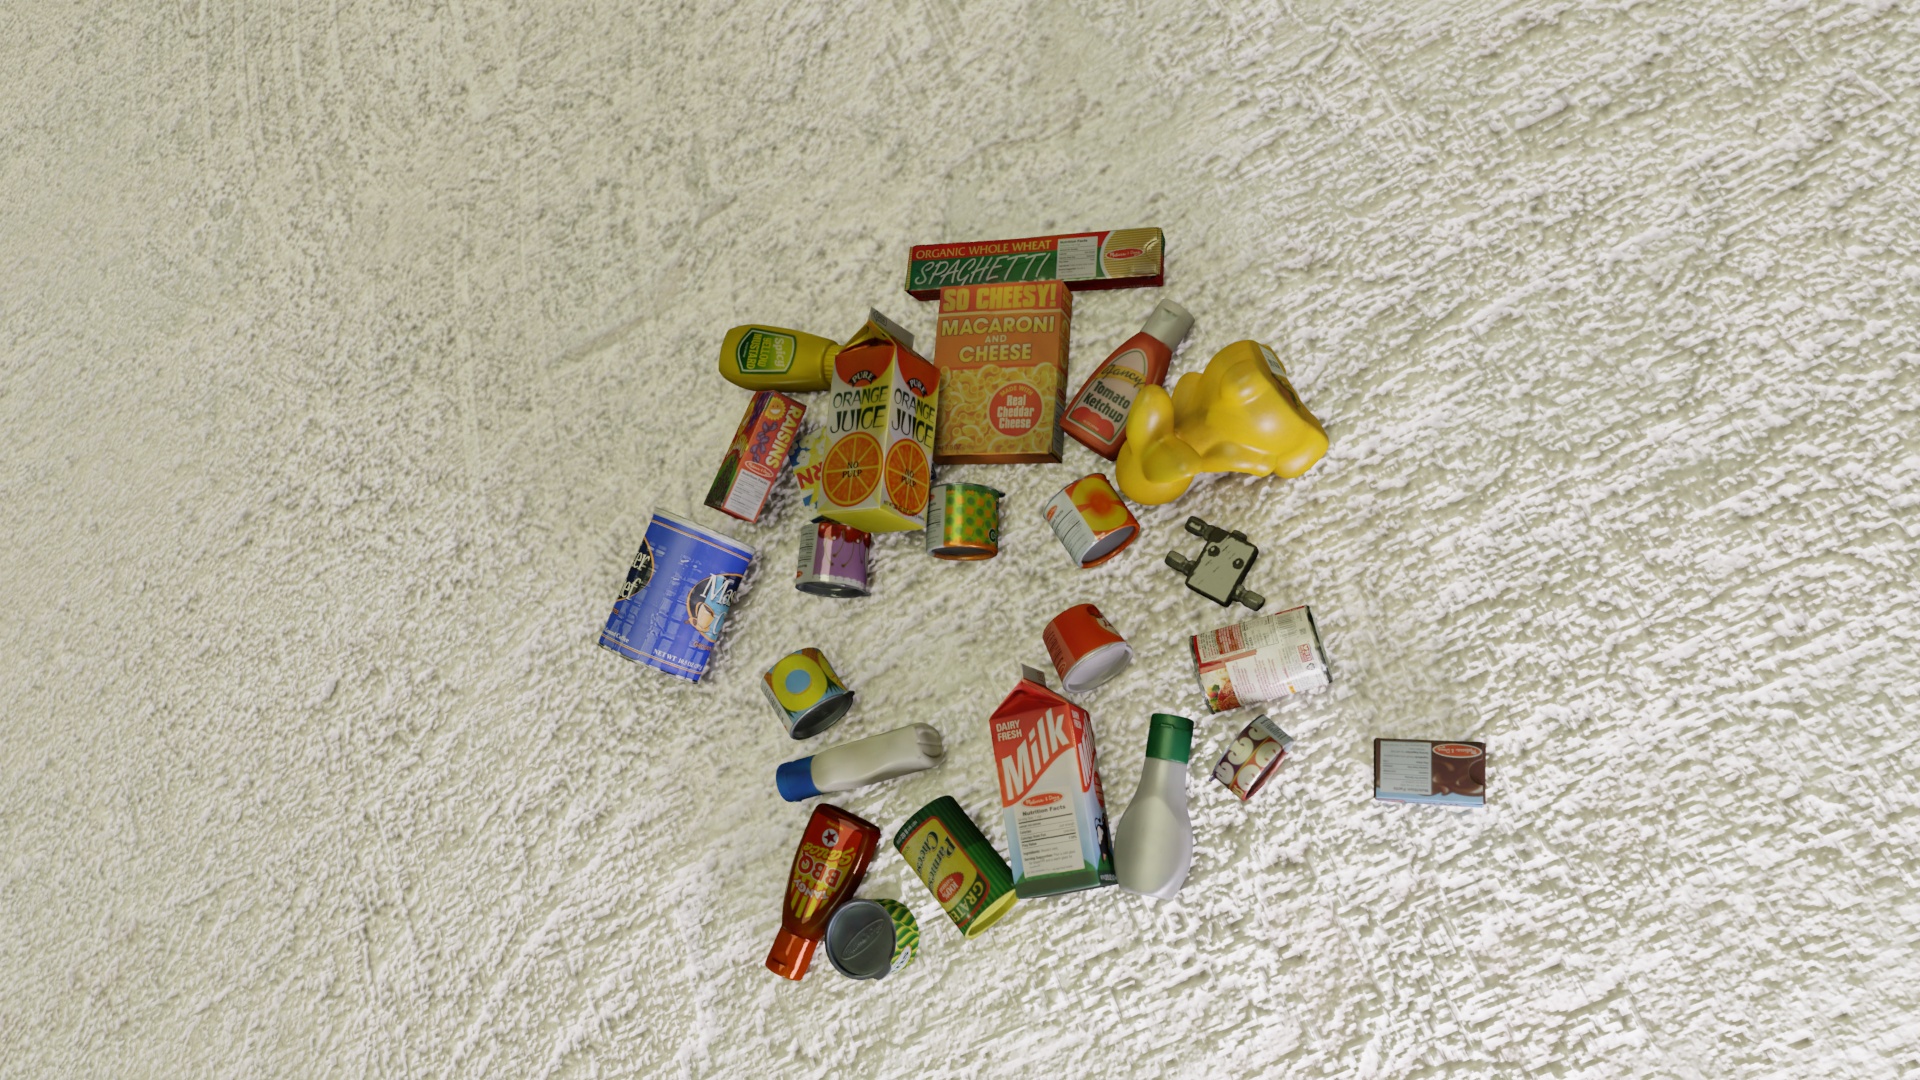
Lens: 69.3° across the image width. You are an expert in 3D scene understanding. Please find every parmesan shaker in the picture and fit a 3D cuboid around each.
[{"bbox_3d":[-0.003,0.278,1.181,0.071,0.071,0.103,-45,66,4],"label":"parmesan shaker"}]

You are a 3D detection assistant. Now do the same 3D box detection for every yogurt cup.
[{"bbox_3d":[0.106,0.091,1.192,0.072,0.072,0.054,-36,60,8],"label":"yogurt cup"}]

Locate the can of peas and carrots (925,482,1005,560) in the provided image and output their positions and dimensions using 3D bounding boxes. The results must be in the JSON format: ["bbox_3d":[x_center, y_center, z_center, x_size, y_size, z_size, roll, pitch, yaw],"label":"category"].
[{"bbox_3d":[0.004,-0.016,1.256,0.071,0.071,0.059,-3,76,19],"label":"can of peas and carrots"}]

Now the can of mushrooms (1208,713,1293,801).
[{"bbox_3d":[0.235,0.177,1.122,0.033,0.071,0.071,40,92,22],"label":"can of mushrooms"}]

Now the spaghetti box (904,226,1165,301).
[{"bbox_3d":[0.069,-0.261,1.316,0.250,0.028,0.050,0,76,20],"label":"spaghetti box"}]

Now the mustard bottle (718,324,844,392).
[{"bbox_3d":[-0.158,-0.176,1.364,0.160,0.049,0.065,6,80,21],"label":"mustard bottle"}]

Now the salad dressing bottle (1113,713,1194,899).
[{"bbox_3d":[0.165,0.219,1.149,0.064,0.044,0.148,6,77,23],"label":"salad dressing bottle"}]

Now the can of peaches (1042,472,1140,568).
[{"bbox_3d":[0.117,-0.017,1.216,0.071,0.071,0.058,-36,67,8],"label":"can of peaches"}]

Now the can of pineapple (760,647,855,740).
[{"bbox_3d":[-0.139,0.138,1.266,0.071,0.071,0.058,-40,67,6],"label":"can of pineapple"}]

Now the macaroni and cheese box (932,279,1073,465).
[{"bbox_3d":[0.036,-0.155,1.294,0.124,0.040,0.167,0,77,20],"label":"macaroni and cheese box"}]

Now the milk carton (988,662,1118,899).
[{"bbox_3d":[0.075,0.199,1.170,0.073,0.072,0.191,-14,73,16],"label":"milk carton"}]

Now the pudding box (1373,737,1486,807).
[{"bbox_3d":[0.369,0.183,1.092,0.083,0.030,0.050,0,75,19],"label":"pudding box"}]

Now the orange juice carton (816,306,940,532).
[{"bbox_3d":[-0.070,-0.109,1.251,0.073,0.072,0.193,-5,73,34],"label":"orange juice carton"}]

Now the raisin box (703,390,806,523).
[{"bbox_3d":[-0.198,-0.082,1.334,0.040,0.086,0.123,26,84,-20],"label":"raisin box"}]

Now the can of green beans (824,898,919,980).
[{"bbox_3d":[-0.075,0.342,1.193,0.071,0.057,0.071,-5,75,18],"label":"can of green beans"}]

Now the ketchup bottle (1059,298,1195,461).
[{"bbox_3d":[0.154,-0.147,1.248,0.065,0.043,0.149,34,89,20],"label":"ketchup bottle"}]

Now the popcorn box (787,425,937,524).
[{"bbox_3d":[-0.095,-0.075,1.320,0.126,0.038,0.085,-25,69,12],"label":"popcorn box"}]

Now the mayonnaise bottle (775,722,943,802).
[{"bbox_3d":[-0.093,0.199,1.237,0.148,0.064,0.041,-17,73,18],"label":"mayonnaise bottle"}]

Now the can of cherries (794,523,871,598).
[{"bbox_3d":[-0.115,0.019,1.290,0.071,0.071,0.058,-1,75,20],"label":"can of cherries"}]

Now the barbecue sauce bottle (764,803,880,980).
[{"bbox_3d":[-0.127,0.312,1.228,0.065,0.043,0.148,21,84,23],"label":"barbecue sauce bottle"}]
